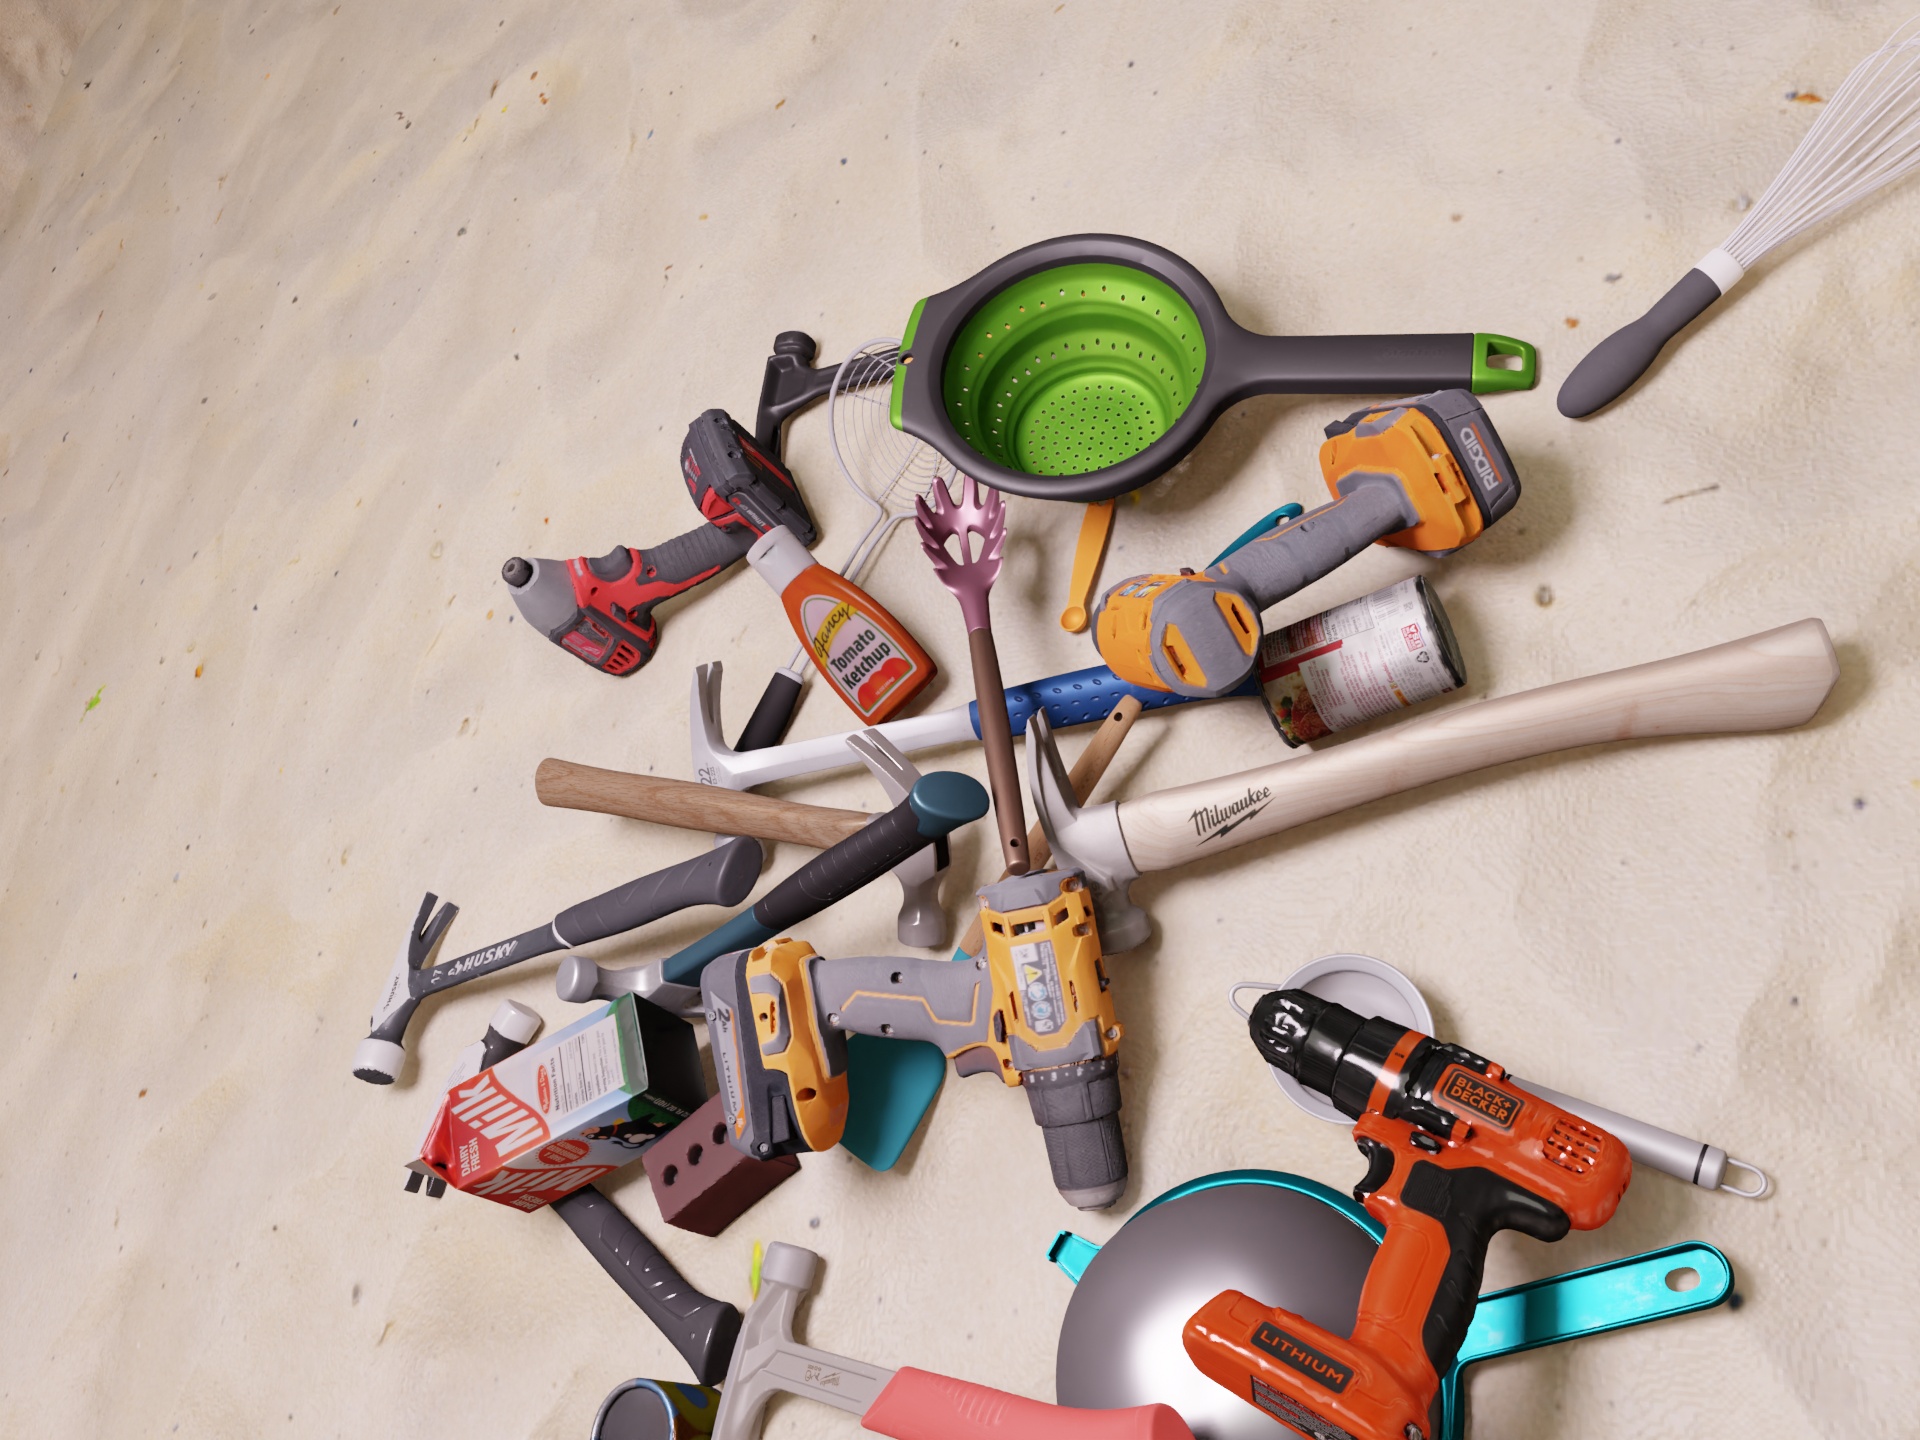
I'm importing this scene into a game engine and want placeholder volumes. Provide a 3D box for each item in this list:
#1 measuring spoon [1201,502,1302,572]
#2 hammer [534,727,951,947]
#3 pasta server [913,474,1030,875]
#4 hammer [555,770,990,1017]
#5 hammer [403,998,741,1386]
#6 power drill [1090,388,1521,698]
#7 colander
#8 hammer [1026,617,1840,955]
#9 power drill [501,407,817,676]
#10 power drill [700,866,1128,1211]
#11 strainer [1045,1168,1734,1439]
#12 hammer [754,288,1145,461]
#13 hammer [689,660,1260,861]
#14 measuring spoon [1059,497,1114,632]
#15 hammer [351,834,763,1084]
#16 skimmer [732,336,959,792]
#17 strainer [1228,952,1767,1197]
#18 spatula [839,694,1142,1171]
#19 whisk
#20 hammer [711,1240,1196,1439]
[{"bbox_3d":[0.166,-0.089,0.997,0.128,0.021,0.042,-40,49,-1],"label":"measuring spoon"},{"bbox_3d":[-0.154,0.059,1.057,0.331,0.031,0.130,7,106,29],"label":"hammer"},{"bbox_3d":[0.014,-0.038,0.958,0.060,0.040,0.317,-10,46,1],"label":"pasta server"},{"bbox_3d":[-0.107,0.113,0.964,0.331,0.128,0.033,-34,51,37],"label":"hammer"},{"bbox_3d":[-0.256,0.327,1.056,0.335,0.035,0.146,28,84,40],"label":"hammer"},{"bbox_3d":[0.176,-0.093,0.890,0.226,0.084,0.164,-33,12,-8],"label":"power drill"},{"bbox_3d":[0.158,-0.207,1.025,0.397,0.094,0.205,3,66,16],"label":"colander"},{"bbox_3d":[0.234,0.011,0.843,0.410,0.038,0.146,-17,98,22],"label":"hammer"},{"bbox_3d":[-0.233,-0.129,1.205,0.219,0.143,0.079,-34,54,13],"label":"power drill"},{"bbox_3d":[-0.018,0.192,0.896,0.226,0.084,0.185,-13,84,14],"label":"power drill"},{"bbox_3d":[0.177,0.292,0.737,0.340,0.095,0.211,-25,55,24],"label":"strainer"},{"bbox_3d":[-0.013,-0.274,1.199,0.337,0.034,0.127,-8,62,31],"label":"hammer"},{"bbox_3d":[-0.002,-0.003,1.022,0.405,0.035,0.144,-12,96,24],"label":"hammer"},{"bbox_3d":[0.087,-0.109,1.063,0.021,0.011,0.117,-1,63,35],"label":"measuring spoon"},{"bbox_3d":[-0.287,0.149,1.119,0.409,0.036,0.149,-22,46,35],"label":"hammer"},{"bbox_3d":[-0.108,-0.096,1.134,0.127,0.090,0.363,23,82,33],"label":"skimmer"},{"bbox_3d":[0.255,0.180,0.779,0.259,0.050,0.087,16,79,33],"label":"strainer"},{"bbox_3d":[0.016,0.119,0.956,0.082,0.044,0.317,35,96,27],"label":"spatula"},{"bbox_3d":[0.444,-0.270,0.875,0.284,0.070,0.070,-44,50,14],"label":"whisk"},{"bbox_3d":[-0.018,0.358,0.803,0.359,0.036,0.149,-14,56,51],"label":"hammer"}]
